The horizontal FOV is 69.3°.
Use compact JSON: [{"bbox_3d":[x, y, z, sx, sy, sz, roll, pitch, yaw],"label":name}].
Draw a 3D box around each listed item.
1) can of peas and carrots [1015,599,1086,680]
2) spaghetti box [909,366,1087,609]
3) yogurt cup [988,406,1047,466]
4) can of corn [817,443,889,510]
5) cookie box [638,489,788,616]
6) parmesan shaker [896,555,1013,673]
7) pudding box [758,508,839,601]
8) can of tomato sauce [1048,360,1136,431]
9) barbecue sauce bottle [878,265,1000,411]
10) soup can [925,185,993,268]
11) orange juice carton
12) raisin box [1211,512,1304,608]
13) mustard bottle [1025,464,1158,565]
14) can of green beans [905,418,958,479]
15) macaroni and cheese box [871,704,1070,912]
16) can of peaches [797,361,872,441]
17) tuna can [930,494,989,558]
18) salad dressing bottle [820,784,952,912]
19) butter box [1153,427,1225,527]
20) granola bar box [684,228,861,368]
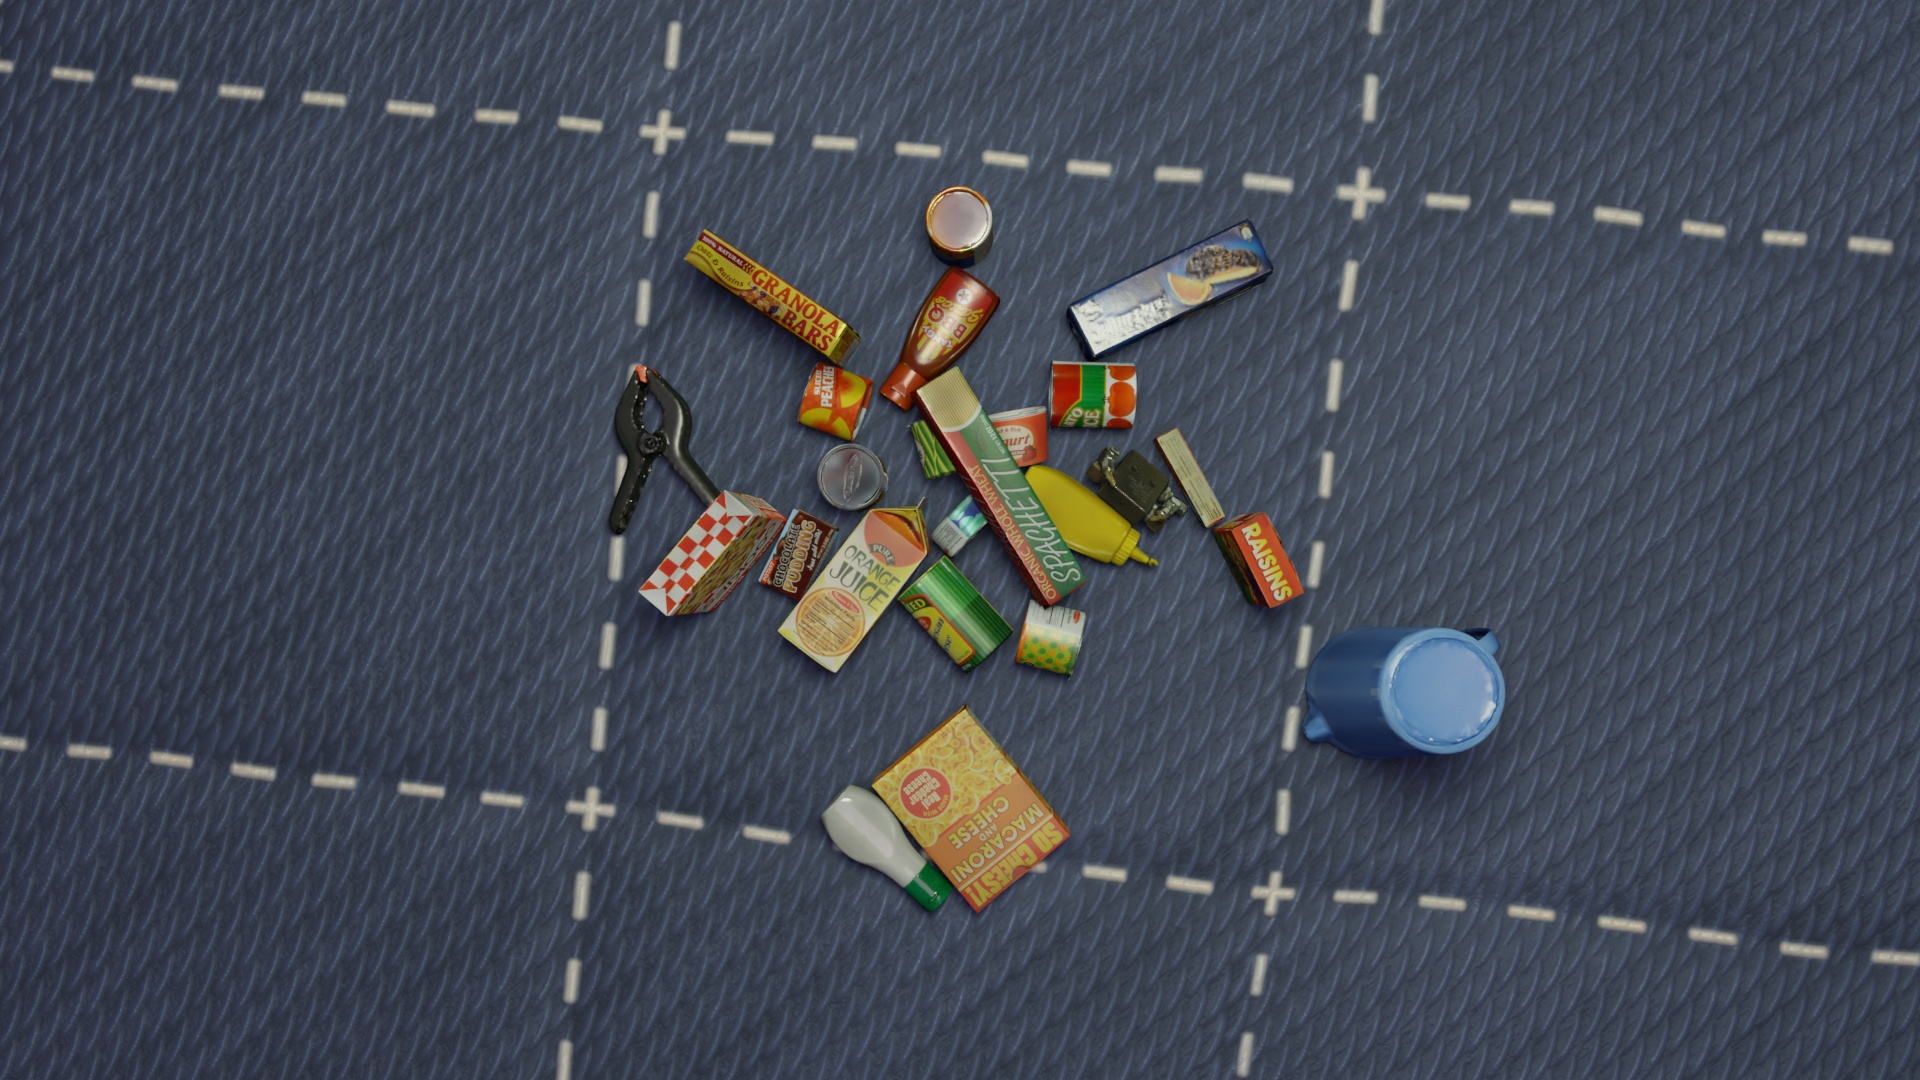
[{"bbox_3d":[0.089,0.099,1.383,0.059,0.071,0.071,14,90,2],"label":"can of peas and carrots"},{"bbox_3d":[0.038,-0.050,1.345,0.050,0.028,0.250,-33,95,-15],"label":"spaghetti box"},{"bbox_3d":[0.056,-0.102,1.386,0.072,0.072,0.054,-10,98,1],"label":"yogurt cup"},{"bbox_3d":[-0.104,-0.062,1.392,0.071,0.058,0.071,0,90,1],"label":"can of corn"},{"bbox_3d":[-0.233,0.014,1.340,0.040,0.167,0.123,40,91,4],"label":"cookie box"},{"bbox_3d":[-0.004,0.073,1.382,0.071,0.071,0.103,-43,89,1],"label":"parmesan shaker"},{"bbox_3d":[-0.164,0.014,1.407,0.050,0.030,0.083,27,90,2],"label":"pudding box"},{"bbox_3d":[0.130,-0.143,1.382,0.083,0.071,0.071,1,90,1],"label":"can of tomato sauce"},{"bbox_3d":[-0.026,-0.200,1.398,0.065,0.043,0.148,35,91,-1],"label":"barbecue sauce bottle"},{"bbox_3d":[-0.003,-0.311,1.378,0.071,0.084,0.071,0,90,2],"label":"soup can"},{"bbox_3d":[-0.092,0.033,1.384,0.073,0.072,0.192,37,91,1],"label":"orange juice carton"},{"bbox_3d":[0.288,0.018,1.349,0.040,0.123,0.086,-26,89,2],"label":"raisin box"},{"bbox_3d":[0.127,-0.015,1.391,0.160,0.049,0.065,32,97,1],"label":"mustard bottle"},{"bbox_3d":[-0.011,-0.097,1.386,0.071,0.071,0.058,-16,90,1],"label":"can of green beans"},{"bbox_3d":[0.011,0.269,1.396,0.123,0.040,0.166,-40,89,2],"label":"macaroni and cheese box"},{"bbox_3d":[-0.124,-0.139,1.387,0.058,0.071,0.071,20,91,0],"label":"can of peaches"},{"bbox_3d":[0.005,-0.017,1.386,0.071,0.071,0.033,-45,88,1],"label":"tuna can"},{"bbox_3d":[-0.073,0.311,1.397,0.147,0.044,0.064,43,91,0],"label":"salad dressing bottle"},{"bbox_3d":[0.228,-0.063,1.387,0.024,0.053,0.103,-29,89,4],"label":"butter box"},{"bbox_3d":[-0.180,-0.235,1.362,0.165,0.124,0.039,34,92,1],"label":"granola bar box"}]
